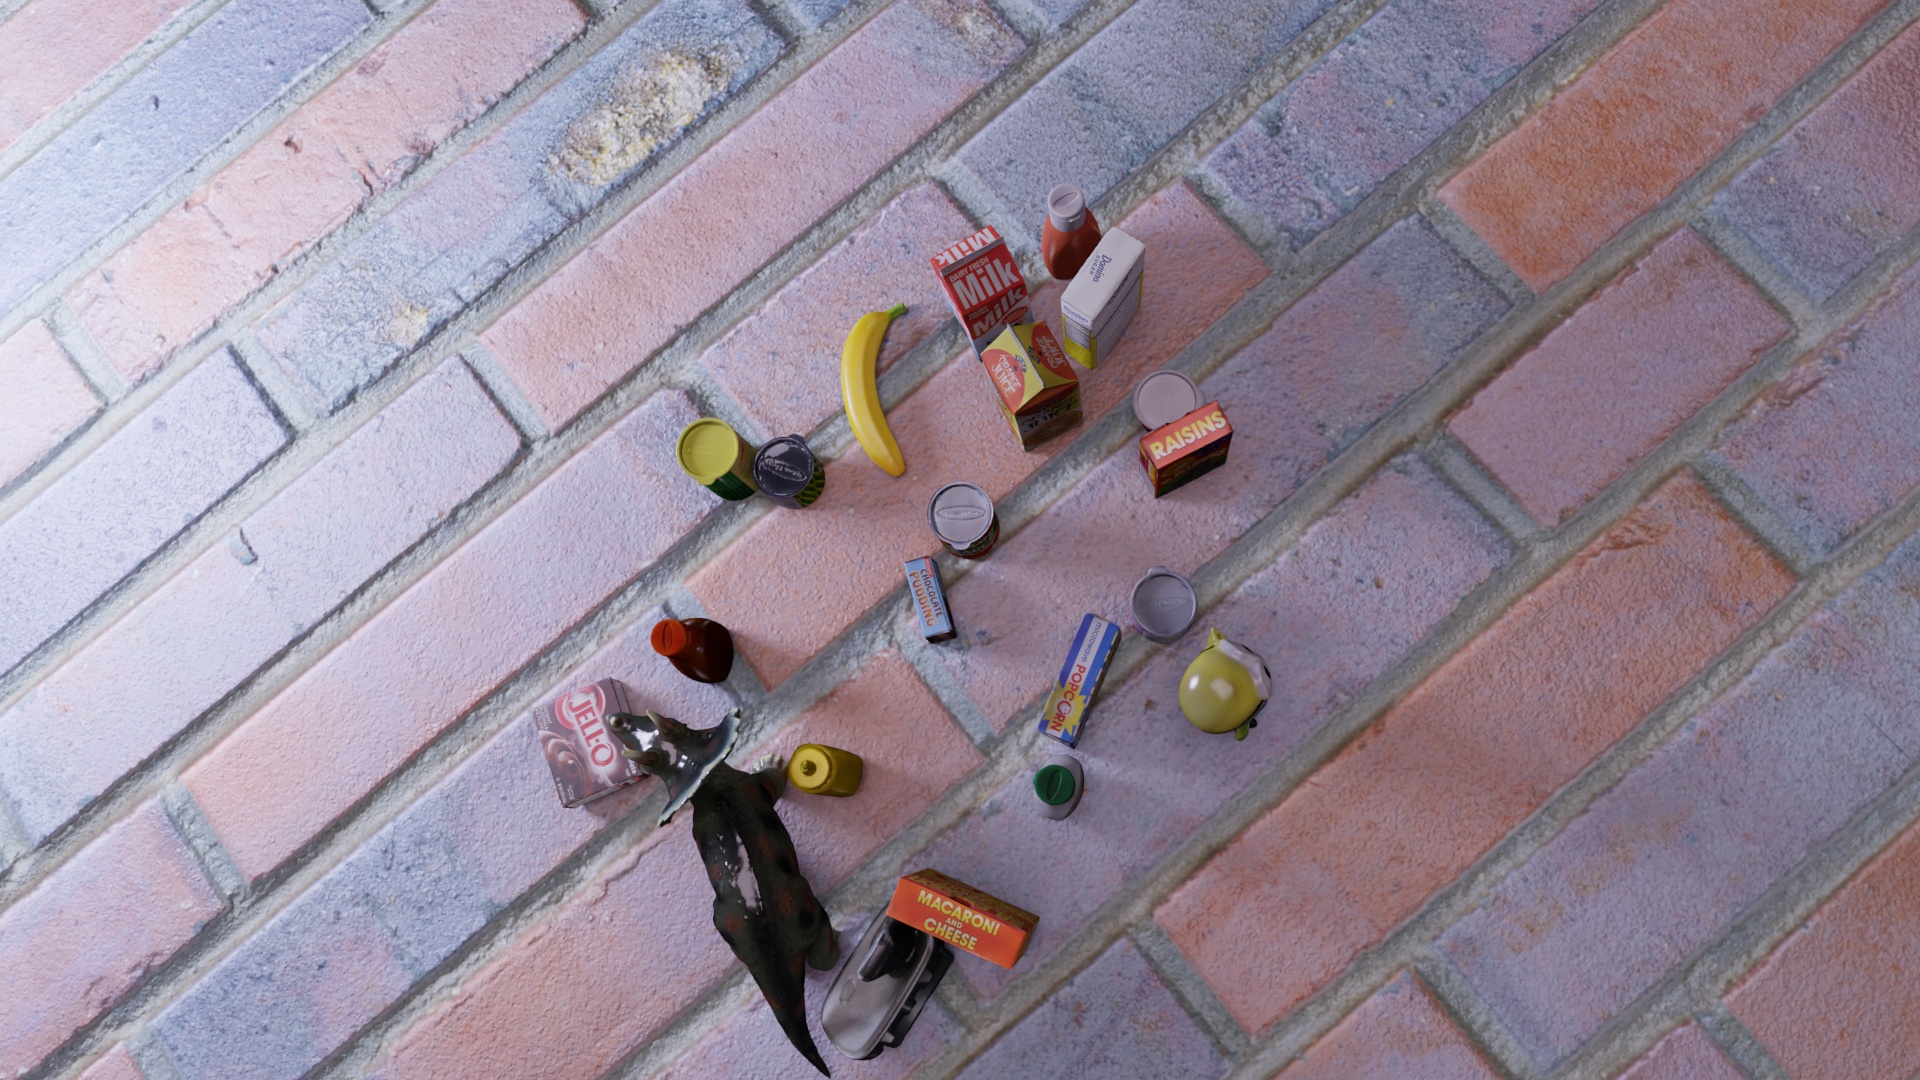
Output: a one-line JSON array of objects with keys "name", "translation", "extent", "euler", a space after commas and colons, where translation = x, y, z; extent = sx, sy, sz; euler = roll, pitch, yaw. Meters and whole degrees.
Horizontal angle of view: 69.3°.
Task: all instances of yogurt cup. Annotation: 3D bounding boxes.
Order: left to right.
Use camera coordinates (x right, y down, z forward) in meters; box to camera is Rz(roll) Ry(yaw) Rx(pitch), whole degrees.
[{"name": "yogurt cup", "translation": [0.213, -0.138, 1.436], "extent": [0.072, 0.054, 0.072], "euler": [-1, 78, 7]}]

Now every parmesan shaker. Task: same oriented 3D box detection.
[{"name": "parmesan shaker", "translation": [-0.250, -0.081, 1.456], "extent": [0.071, 0.103, 0.071], "euler": [-1, 79, 7]}]

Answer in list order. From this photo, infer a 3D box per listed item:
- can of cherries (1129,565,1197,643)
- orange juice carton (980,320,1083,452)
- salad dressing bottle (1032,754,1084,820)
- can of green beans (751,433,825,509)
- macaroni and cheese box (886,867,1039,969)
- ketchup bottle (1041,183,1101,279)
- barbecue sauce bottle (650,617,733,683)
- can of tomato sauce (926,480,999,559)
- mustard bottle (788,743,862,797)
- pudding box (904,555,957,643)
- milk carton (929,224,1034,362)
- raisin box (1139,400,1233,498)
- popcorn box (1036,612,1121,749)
[{"name": "can of cherries", "translation": [0.203, 0.065, 1.393], "extent": [0.071, 0.058, 0.071], "euler": [-1, 78, 7]}, {"name": "orange juice carton", "translation": [0.072, -0.156, 1.386], "extent": [0.073, 0.192, 0.072], "euler": [-28, 77, 1]}, {"name": "salad dressing bottle", "translation": [0.093, 0.235, 1.325], "extent": [0.044, 0.147, 0.064], "euler": [18, 82, 10]}, {"name": "can of green beans", "translation": [-0.181, -0.071, 1.469], "extent": [0.071, 0.057, 0.071], "euler": [-1, 78, 7]}, {"name": "macaroni and cheese box", "translation": [0.006, 0.351, 1.302], "extent": [0.124, 0.166, 0.040], "euler": [21, 82, 11]}, {"name": "ketchup bottle", "translation": [0.114, -0.320, 1.438], "extent": [0.065, 0.148, 0.043], "euler": [-29, 77, 1]}, {"name": "barbecue sauce bottle", "translation": [-0.269, 0.106, 1.396], "extent": [0.044, 0.148, 0.065], "euler": [-3, 78, 7]}, {"name": "can of tomato sauce", "translation": [0.005, -0.018, 1.422], "extent": [0.071, 0.083, 0.071], "euler": [-1, 79, 7]}, {"name": "mustard bottle", "translation": [-0.137, 0.223, 1.349], "extent": [0.065, 0.160, 0.049], "euler": [10, 80, 9]}, {"name": "pudding box", "translation": [-0.030, 0.061, 1.427], "extent": [0.030, 0.049, 0.084], "euler": [-17, 77, 4]}, {"name": "milk carton", "translation": [0.023, -0.256, 1.414], "extent": [0.072, 0.190, 0.073], "euler": [-29, 77, 1]}, {"name": "raisin box", "translation": [0.224, -0.090, 1.389], "extent": [0.086, 0.123, 0.040], "euler": [-27, 77, 1]}, {"name": "popcorn box", "translation": [0.119, 0.139, 1.374], "extent": [0.038, 0.085, 0.127], "euler": [22, 82, 11]}]
